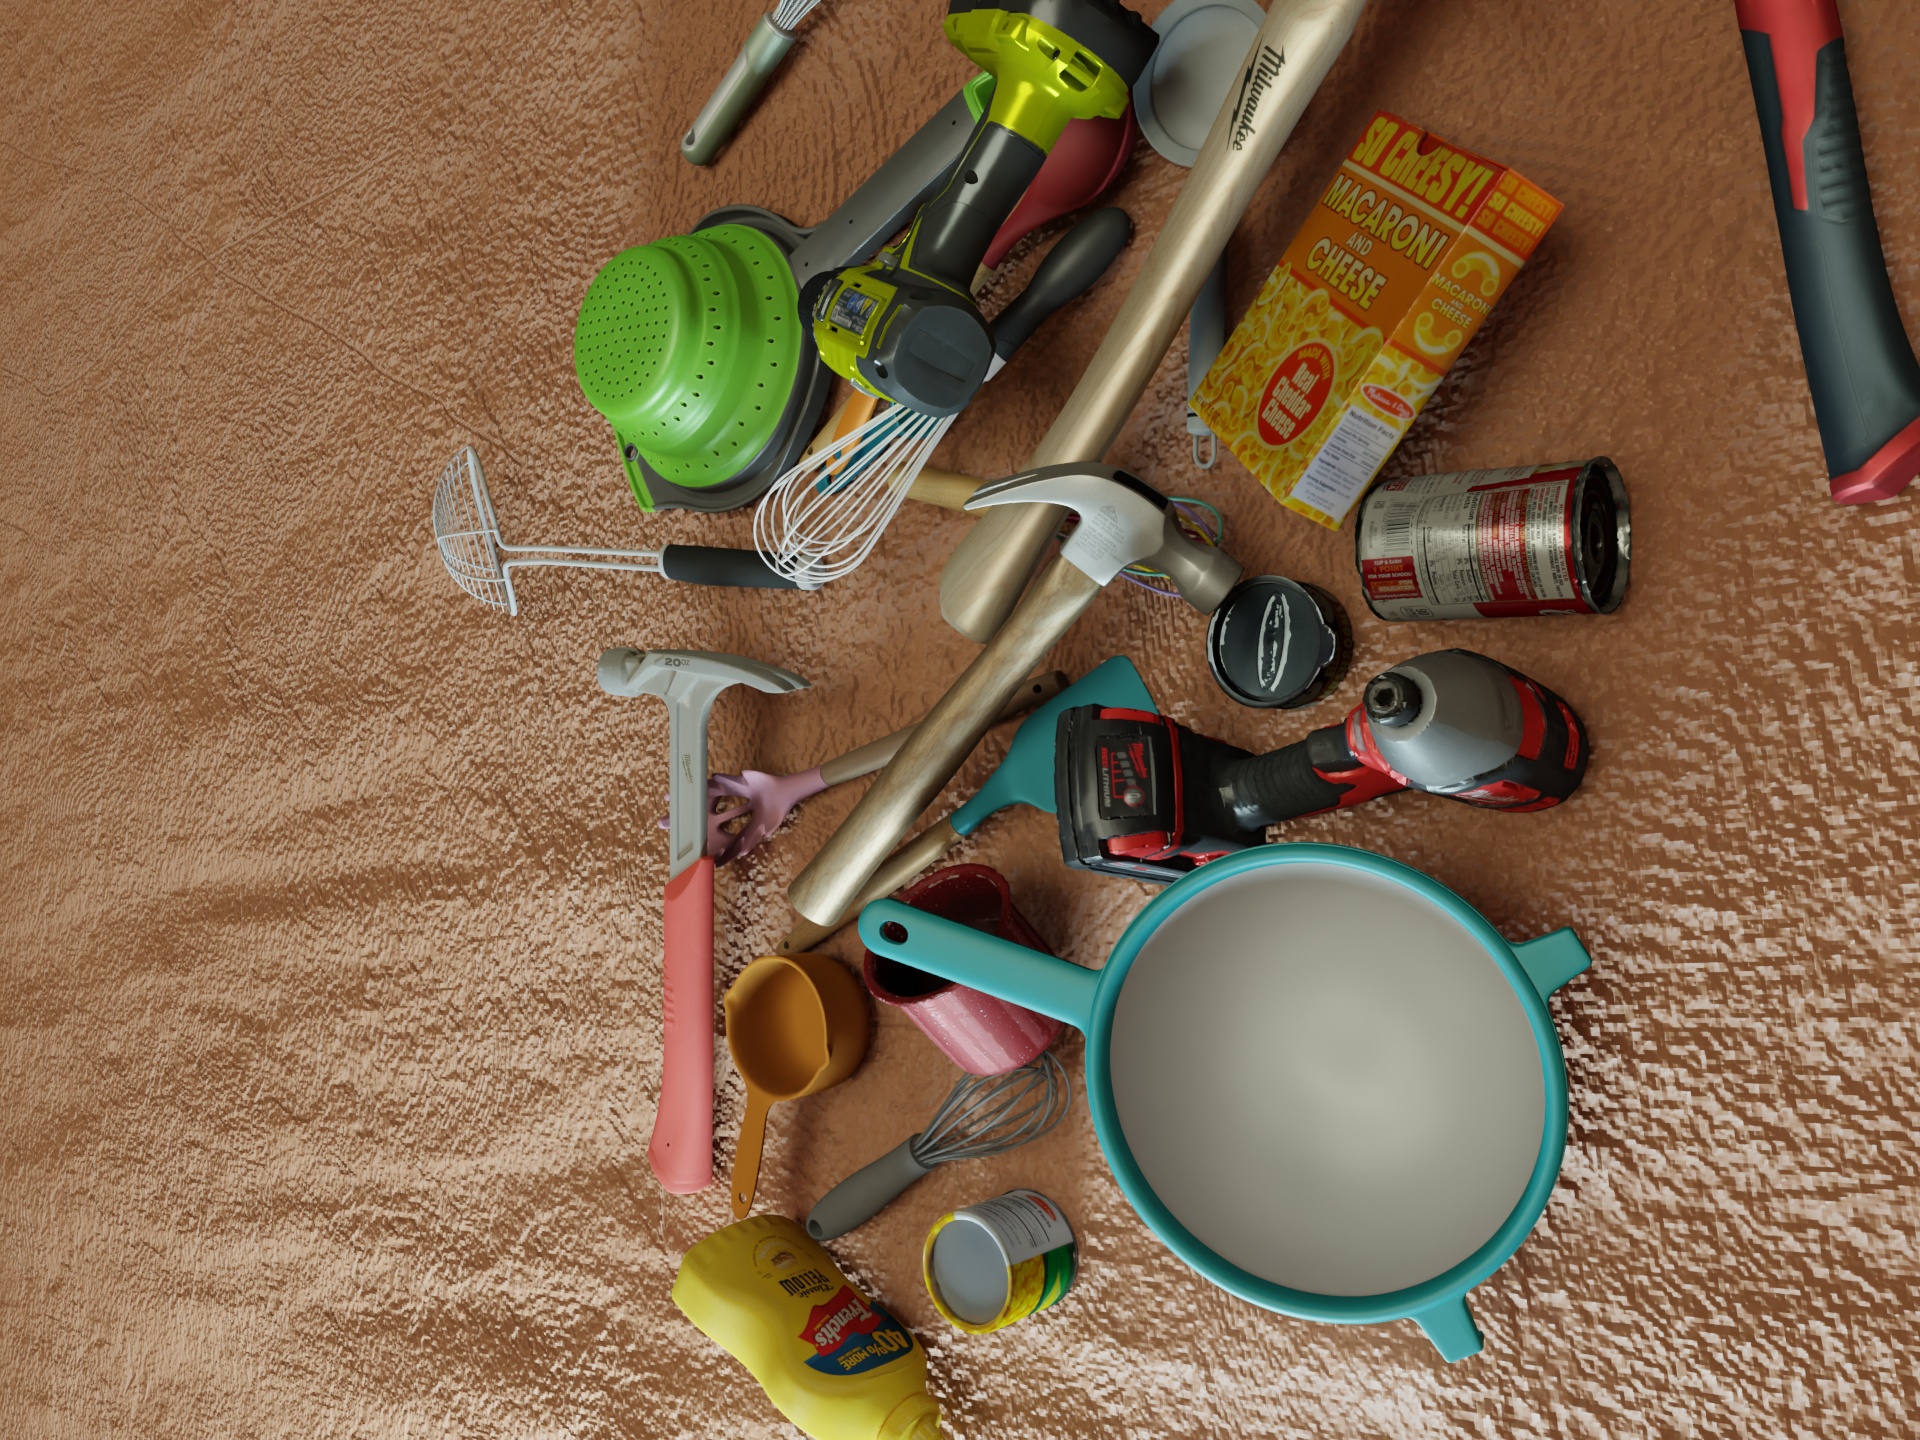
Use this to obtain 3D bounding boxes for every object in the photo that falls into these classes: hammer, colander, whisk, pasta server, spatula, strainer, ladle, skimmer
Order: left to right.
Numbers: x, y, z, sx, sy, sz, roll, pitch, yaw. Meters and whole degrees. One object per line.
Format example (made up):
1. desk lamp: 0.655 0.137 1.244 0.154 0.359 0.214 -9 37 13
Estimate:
1. skimmer: -0.235 -0.125 1.116 0.363 0.090 0.127 7 118 28
2. hammer: -0.167 0.134 1.019 0.149 0.036 0.359 9 103 29
3. colander: -0.126 -0.281 0.992 0.397 0.094 0.205 -34 66 33
4. whisk: -0.112 -0.452 1.020 0.246 0.059 0.058 -42 52 35
5. pasta server: -0.066 0.027 0.974 0.316 0.040 0.060 -22 88 35
6. whisk: -0.020 0.254 0.928 0.239 0.055 0.055 -43 64 35
7. whisk: -0.009 -0.182 0.904 0.284 0.070 0.070 -43 63 14
8. spatula: -0.008 0.074 0.936 0.317 0.044 0.082 -38 66 37
9. ladle: -0.002 -0.251 0.936 0.315 0.031 0.069 -42 53 32
10. hammer: -0.001 -0.003 0.855 0.130 0.031 0.331 38 120 -2
11. whisk: 0.046 -0.119 0.884 0.245 0.047 0.051 21 88 41
12. hammer: 0.105 -0.207 0.781 0.146 0.038 0.410 48 119 35
13. strainer: 0.115 0.141 0.760 0.340 0.095 0.211 16 98 25
14. strainer: 0.129 -0.261 0.822 0.087 0.050 0.258 6 98 39
15. hammer: 0.329 -0.277 0.661 0.143 0.038 0.386 -12 81 40

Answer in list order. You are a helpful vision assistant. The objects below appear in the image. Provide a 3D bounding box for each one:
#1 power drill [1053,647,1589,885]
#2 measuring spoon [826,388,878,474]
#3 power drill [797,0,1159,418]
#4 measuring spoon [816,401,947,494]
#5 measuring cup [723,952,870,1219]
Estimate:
1. power drill: 0.155 0.019 0.727 0.220 0.143 0.079 -15 70 40
2. measuring spoon: -0.059 -0.200 0.964 0.021 0.011 0.117 43 119 31
3. power drill: -0.007 -0.283 0.853 0.228 0.080 0.191 -60 31 9
4. measuring spoon: -0.047 -0.173 0.981 0.128 0.021 0.042 -32 75 44
5. measuring cup: -0.106 0.228 0.993 0.095 0.052 0.173 21 104 38
